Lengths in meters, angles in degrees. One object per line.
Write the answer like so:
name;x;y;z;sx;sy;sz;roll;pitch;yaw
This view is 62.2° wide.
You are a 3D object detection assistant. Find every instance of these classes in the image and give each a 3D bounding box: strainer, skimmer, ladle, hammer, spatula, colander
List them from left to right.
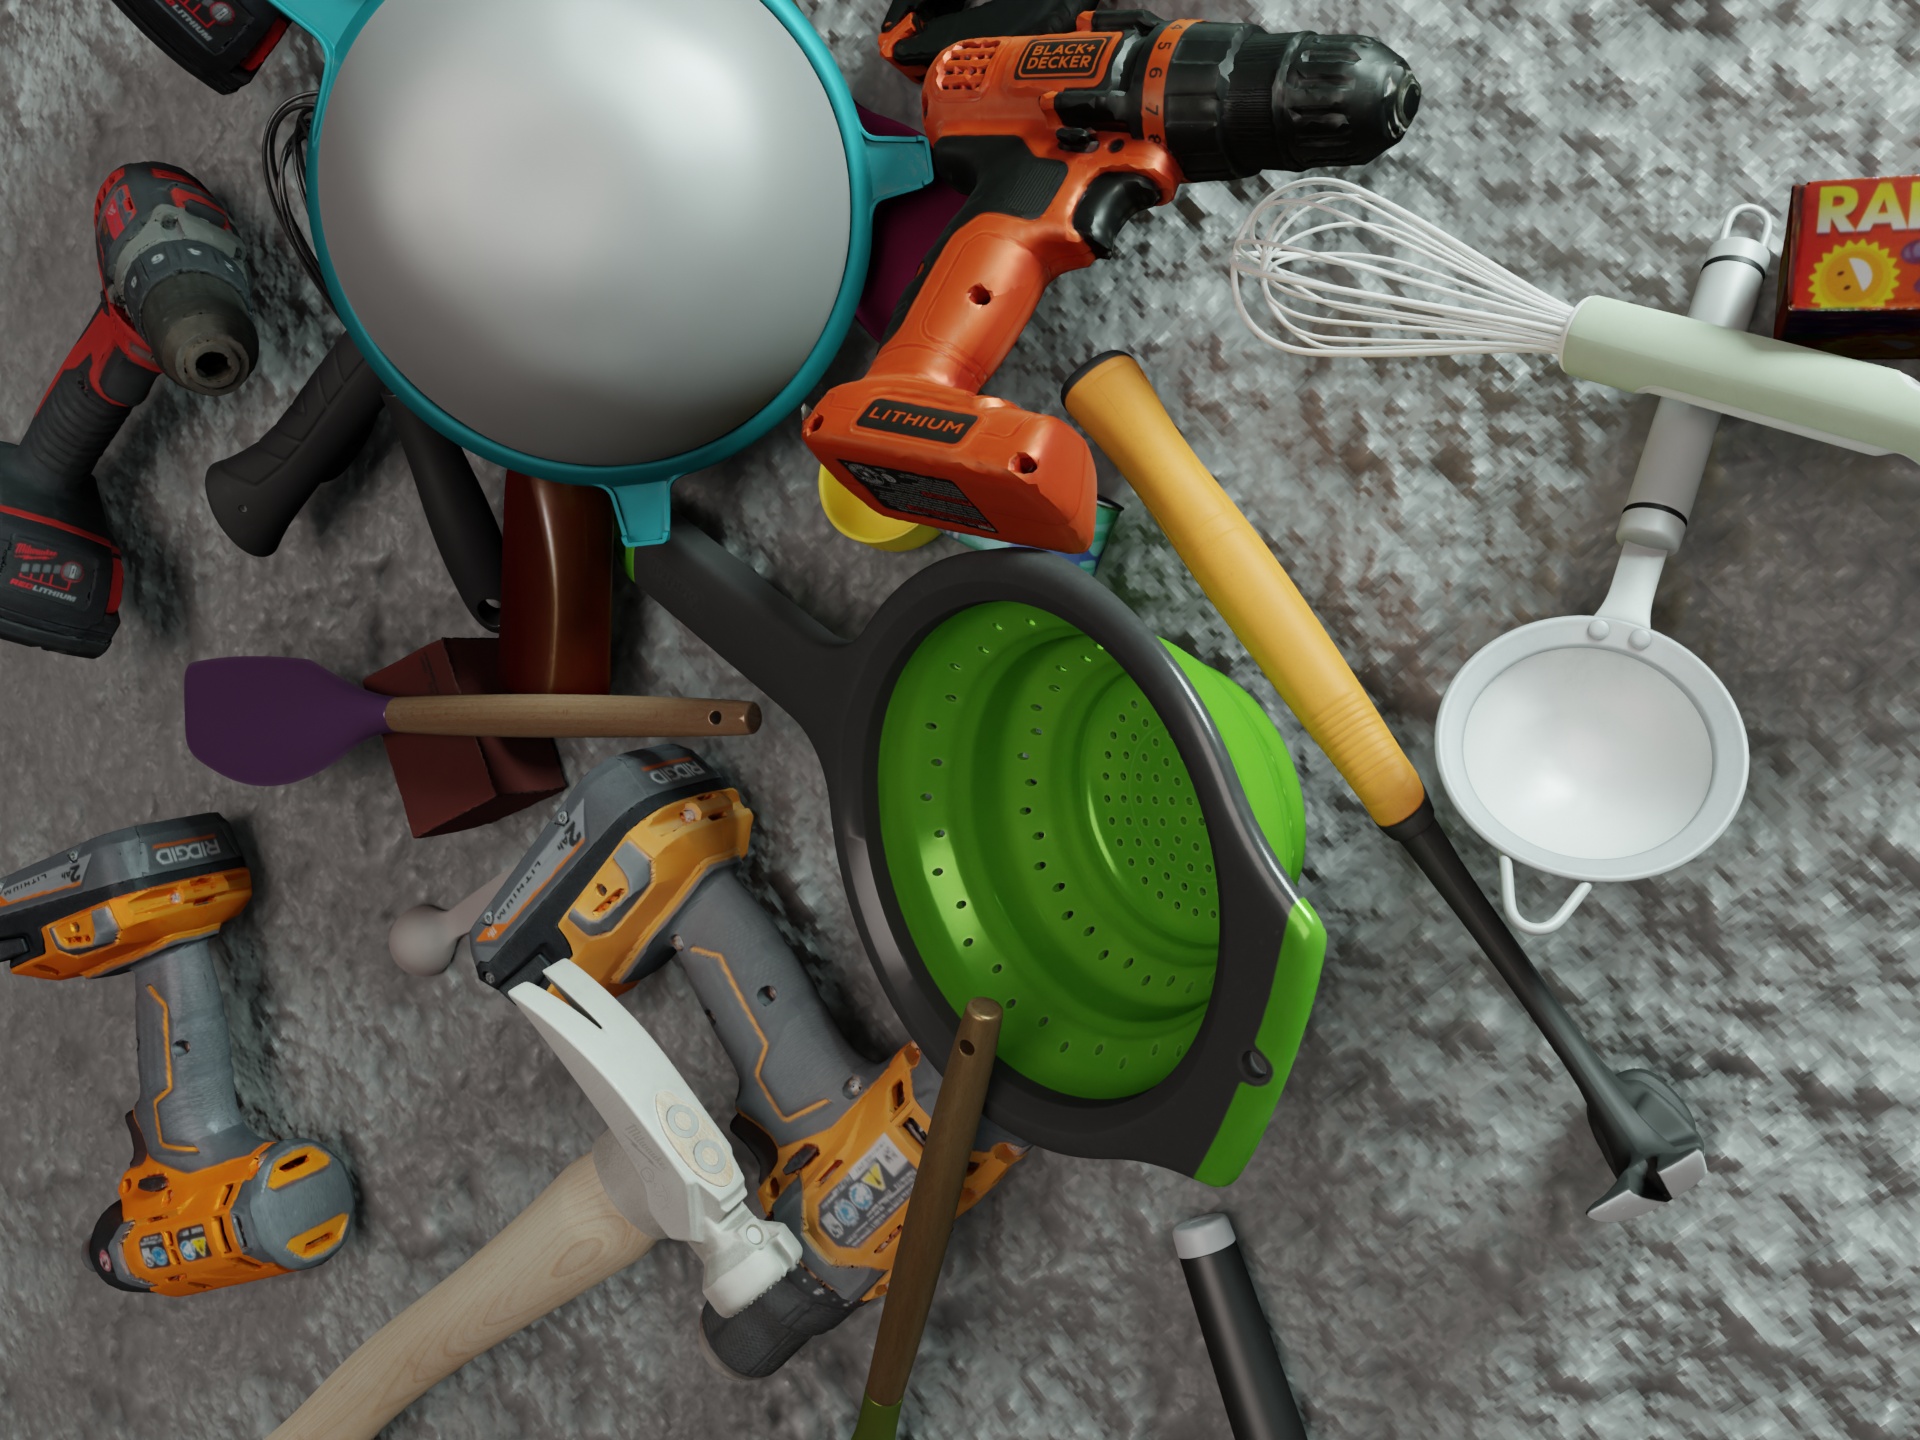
strainer;-0.185;-0.222;0.549;0.340;0.095;0.211;37;98;-13
hammer;-0.233;0.261;0.695;0.410;0.038;0.146;-43;82;32
spatula;-0.221;0.000;0.678;0.316;0.018;0.060;0;92;26
hammer;-0.223;-0.187;0.690;0.146;0.035;0.334;42;115;-16
ladle;-0.030;0.239;0.591;0.078;0.062;0.320;25;119;23
colander;-0.001;-0.002;0.602;0.397;0.094;0.204;38;128;38
skimmer;0.117;0.364;0.551;0.127;0.090;0.363;-29;75;55
hammer;0.129;0.006;0.530;0.034;0.127;0.337;-37;71;15
strainer;0.211;-0.050;0.489;0.087;0.050;0.258;18;77;20

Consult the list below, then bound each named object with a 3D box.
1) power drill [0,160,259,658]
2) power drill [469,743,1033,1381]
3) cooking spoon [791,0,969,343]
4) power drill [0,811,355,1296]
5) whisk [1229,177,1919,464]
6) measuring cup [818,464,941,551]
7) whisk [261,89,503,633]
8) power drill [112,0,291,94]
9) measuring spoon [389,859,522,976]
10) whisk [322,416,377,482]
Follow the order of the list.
power drill;-0.406;-0.141;0.757;0.226;0.080;0.188;-54;46;15
power drill;-0.098;0.145;0.654;0.226;0.084;0.185;44;110;13
cooking spoon;-0.067;-0.278;0.648;0.069;0.017;0.319;-33;75;19
power drill;-0.405;0.176;0.795;0.164;0.084;0.226;-20;87;25
whisk;0.186;-0.122;0.497;0.246;0.057;0.059;29;115;36
measuring cup;0.001;-0.136;0.630;0.062;0.029;0.156;34;93;26
whisk;-0.230;-0.141;0.673;0.055;0.055;0.238;4;125;25
power drill;-0.263;-0.348;0.665;0.220;0.078;0.143;-2;57;37
measuring spoon;-0.223;0.086;0.740;0.124;0.018;0.034;-29;80;22
whisk;-0.237;-0.223;0.718;0.070;0.070;0.284;43;113;18
